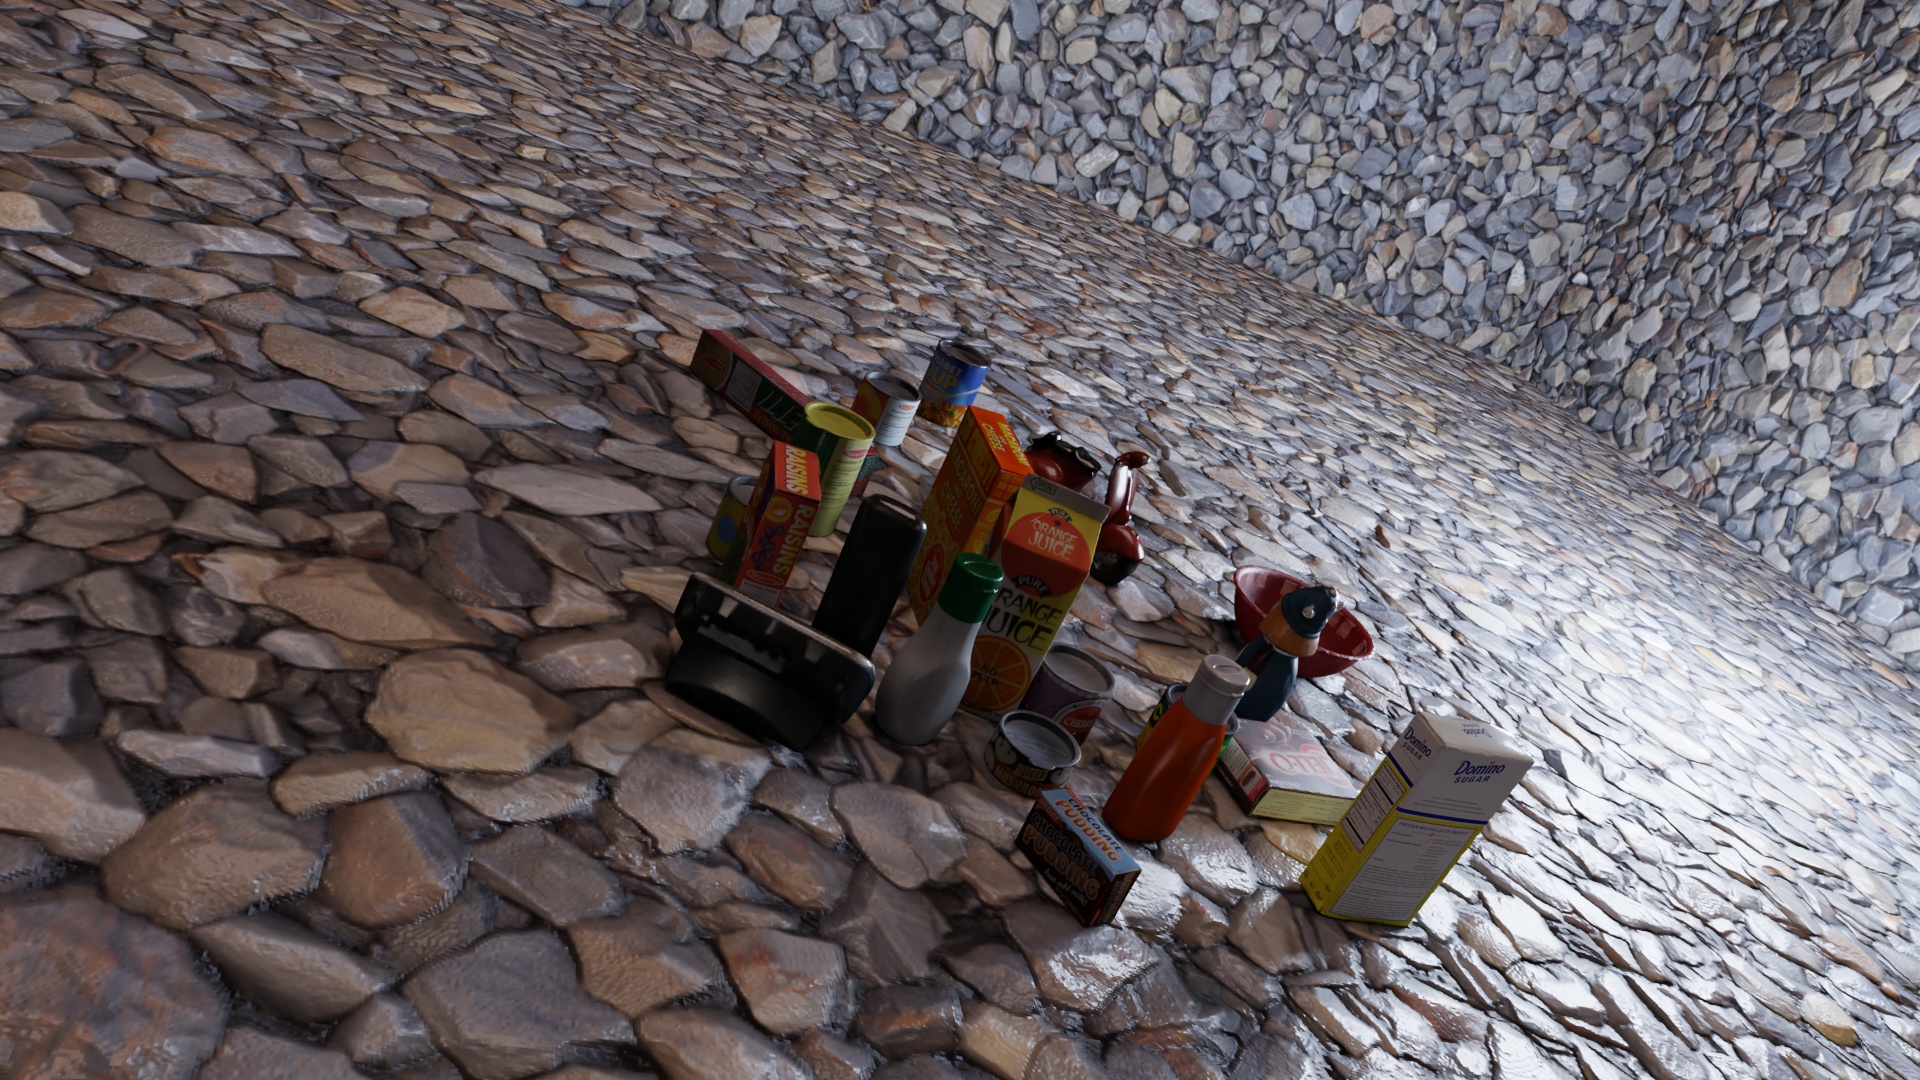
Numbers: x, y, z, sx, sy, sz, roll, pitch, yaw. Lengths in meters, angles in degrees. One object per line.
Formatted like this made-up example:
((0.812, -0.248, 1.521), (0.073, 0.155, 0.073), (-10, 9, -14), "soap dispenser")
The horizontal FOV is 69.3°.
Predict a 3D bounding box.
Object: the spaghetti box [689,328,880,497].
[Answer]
((-0.178, -0.130, 1.386), (0.250, 0.050, 0.029), (38, 27, 27), "spaghetti box")

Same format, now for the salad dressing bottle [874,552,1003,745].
((-0.014, 0.078, 1.001), (0.064, 0.147, 0.044), (6, 30, -38), "salad dressing bottle")

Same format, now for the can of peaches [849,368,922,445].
((-0.084, -0.144, 1.496), (0.071, 0.057, 0.071), (21, 24, -10), "can of peaches")

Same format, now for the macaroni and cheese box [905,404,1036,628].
((0.004, -0.015, 1.185), (0.040, 0.165, 0.124), (16, 25, -22), "macaroni and cheese box")

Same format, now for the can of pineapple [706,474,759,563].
((-0.169, -0.012, 1.146), (0.071, 0.057, 0.071), (21, 24, -10), "can of pineapple")

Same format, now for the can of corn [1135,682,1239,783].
((0.183, 0.159, 1.137), (0.071, 0.058, 0.071), (21, 24, -10), "can of corn")

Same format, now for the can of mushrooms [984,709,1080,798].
((0.053, 0.161, 1.038), (0.071, 0.033, 0.071), (21, 24, -10), "can of mushrooms")

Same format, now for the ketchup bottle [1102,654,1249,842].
((0.162, 0.153, 1.017), (0.065, 0.148, 0.044), (5, 31, -39), "ketchup bottle")

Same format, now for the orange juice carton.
((0.045, 0.040, 1.080), (0.072, 0.191, 0.073), (23, 24, -7), "orange juice carton")

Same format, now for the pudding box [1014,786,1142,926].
((0.079, 0.212, 0.938), (0.030, 0.049, 0.084), (2, 33, -42), "pudding box")

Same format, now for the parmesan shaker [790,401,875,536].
((-0.127, -0.063, 1.234), (0.071, 0.102, 0.071), (21, 24, -10), "parmesan shaker")

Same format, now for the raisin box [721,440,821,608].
((-0.146, -0.003, 1.068), (0.040, 0.123, 0.086), (18, 25, -16), "raisin box")

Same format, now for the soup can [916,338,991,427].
((-0.013, -0.183, 1.613), (0.071, 0.083, 0.071), (21, 24, -10), "soup can")

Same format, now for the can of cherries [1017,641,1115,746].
((0.083, 0.125, 1.109), (0.071, 0.058, 0.072), (21, 24, -10), "can of cherries")
